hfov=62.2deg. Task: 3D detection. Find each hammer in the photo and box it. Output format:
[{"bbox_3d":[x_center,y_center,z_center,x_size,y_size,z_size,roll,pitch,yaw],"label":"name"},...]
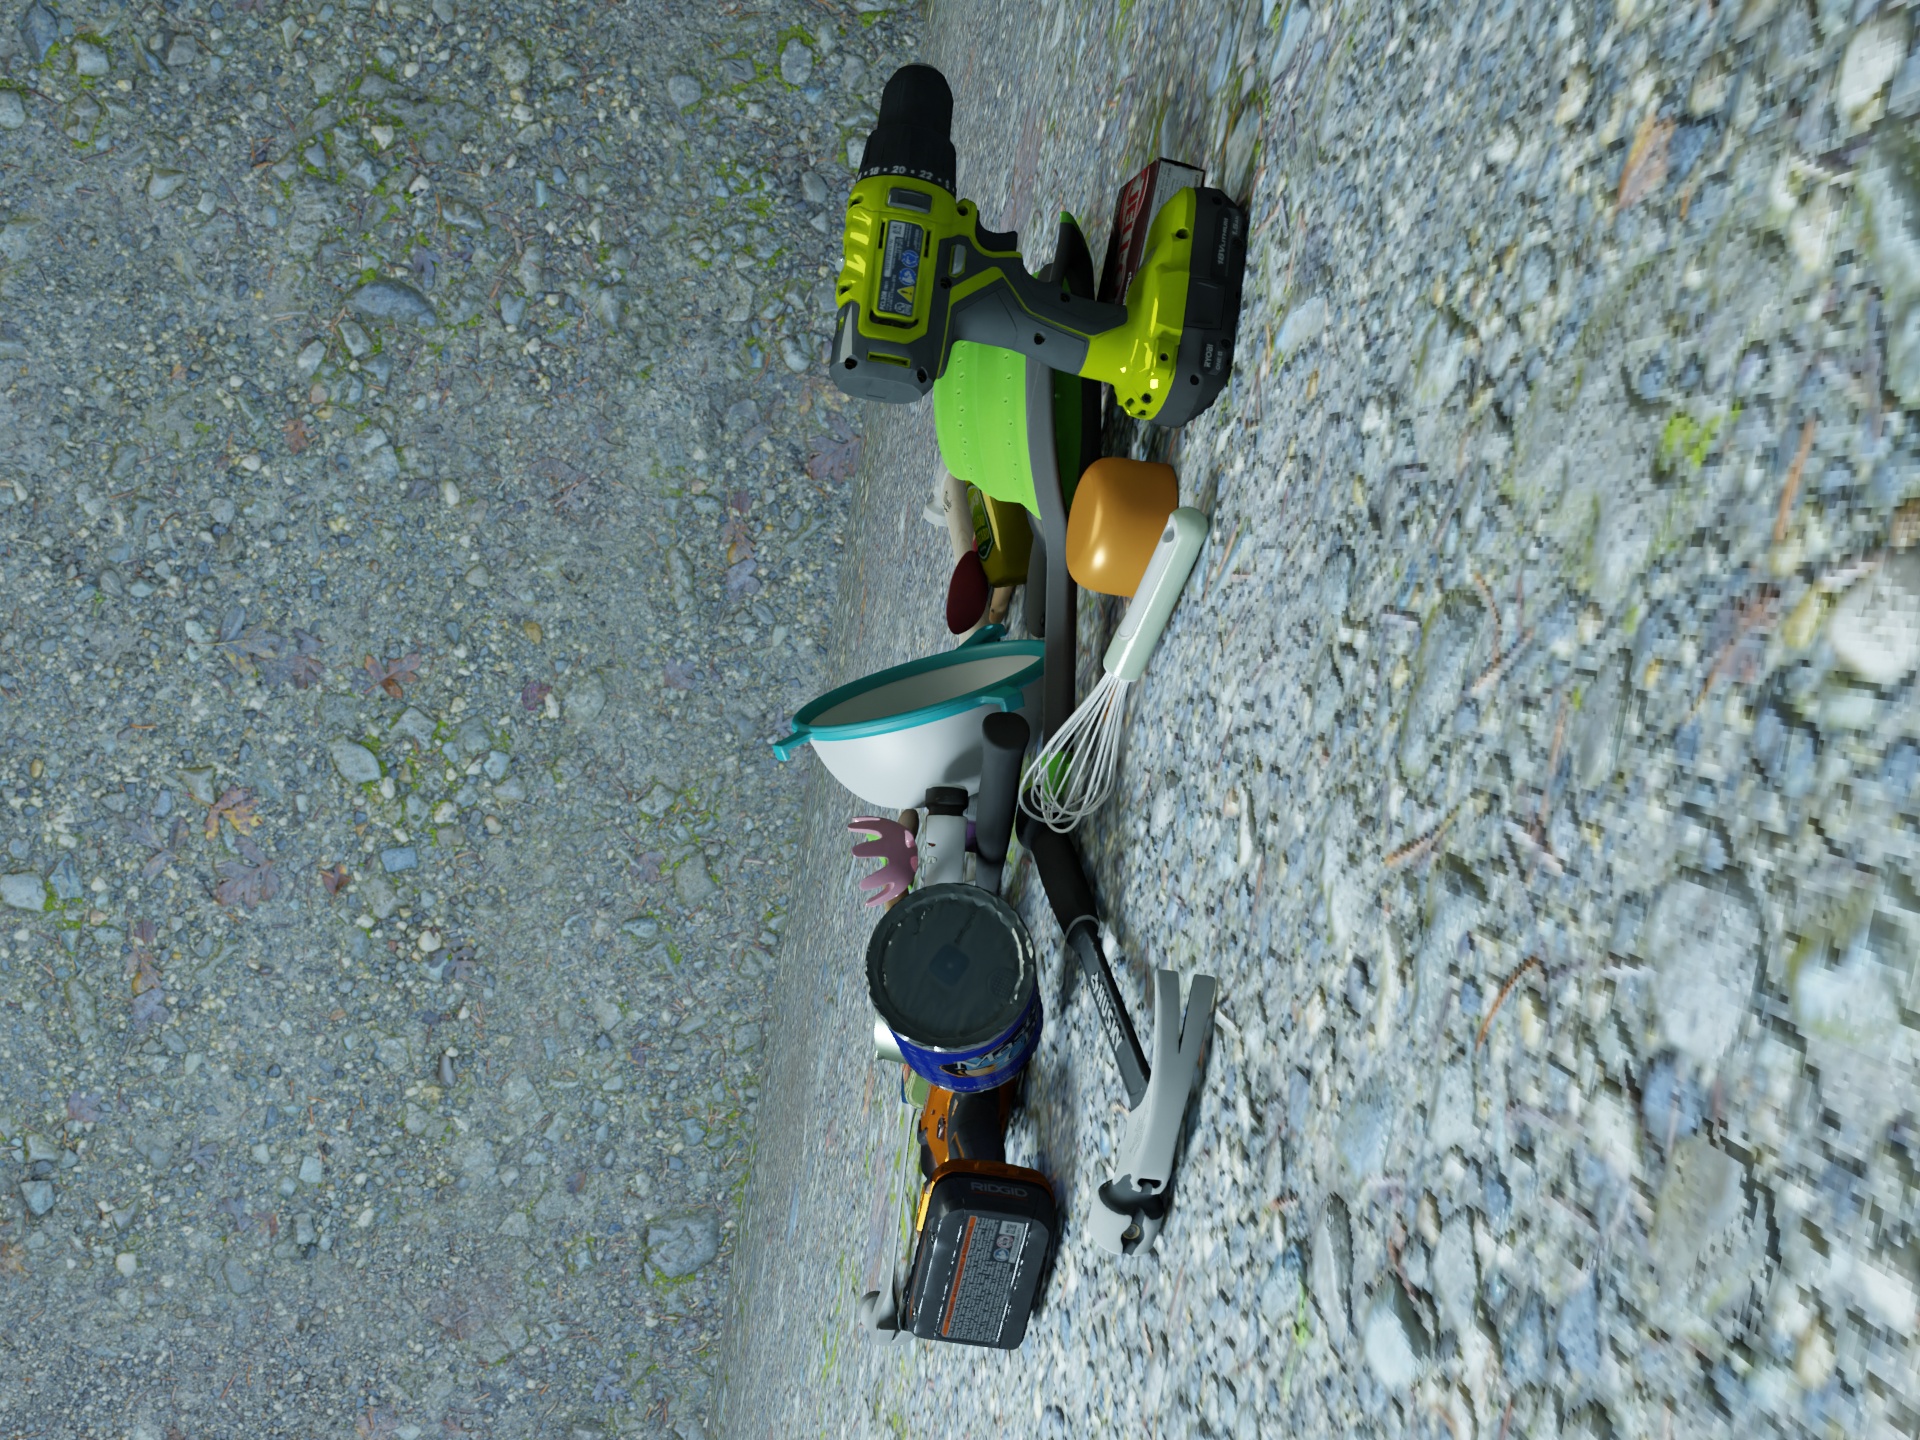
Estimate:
[{"bbox_3d":[0.021,0.108,1.149,0.334,0.035,0.146,95,176,-54],"label":"hammer"},{"bbox_3d":[0.077,0.132,0.967,0.409,0.036,0.149,-107,28,-68],"label":"hammer"},{"bbox_3d":[-0.019,0.150,1.265,0.336,0.034,0.127,100,173,-74],"label":"hammer"},{"bbox_3d":[-0.045,0.361,1.450,0.144,0.035,0.405,148,130,-77],"label":"hammer"},{"bbox_3d":[0.007,-0.186,1.619,0.411,0.038,0.146,-98,21,-57],"label":"hammer"}]

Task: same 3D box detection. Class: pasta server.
[{"bbox_3d":[-0.048,0.085,1.168,0.316,0.040,0.060,-96,-7,-88],"label":"pasta server"}]

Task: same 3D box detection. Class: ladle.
[{"bbox_3d":[0.020,-0.172,1.446,0.316,0.031,0.069,-79,-11,-57],"label":"ladle"}]

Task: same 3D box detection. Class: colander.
[{"bbox_3d":[0.035,-0.142,1.097,0.204,0.094,0.397,15,-104,-76],"label":"colander"}]

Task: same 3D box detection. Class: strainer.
[{"bbox_3d":[-0.002,-0.004,1.288,0.340,0.211,0.095,-46,-58,-69],"label":"strainer"}]

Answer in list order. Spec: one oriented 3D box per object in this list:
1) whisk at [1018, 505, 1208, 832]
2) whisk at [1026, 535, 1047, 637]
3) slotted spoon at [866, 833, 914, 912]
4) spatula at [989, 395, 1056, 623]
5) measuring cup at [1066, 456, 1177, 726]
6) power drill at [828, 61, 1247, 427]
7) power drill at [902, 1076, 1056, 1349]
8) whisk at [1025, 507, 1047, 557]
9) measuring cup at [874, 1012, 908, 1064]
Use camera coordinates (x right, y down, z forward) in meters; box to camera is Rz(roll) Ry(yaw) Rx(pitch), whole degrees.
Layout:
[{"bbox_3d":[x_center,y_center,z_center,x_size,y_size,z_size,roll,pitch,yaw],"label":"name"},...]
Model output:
[{"bbox_3d":[0.095,-0.026,0.969,0.058,0.059,0.246,-105,29,-49],"label":"whisk"},{"bbox_3d":[0.071,-0.182,1.228,0.055,0.055,0.239,-138,52,-78],"label":"whisk"},{"bbox_3d":[-0.048,0.123,1.197,0.070,0.031,0.314,60,180,-8],"label":"slotted spoon"},{"bbox_3d":[0.054,-0.210,1.352,0.082,0.044,0.317,54,143,39],"label":"spatula"},{"bbox_3d":[0.091,-0.082,1.012,0.095,0.052,0.173,-132,53,-77],"label":"measuring cup"},{"bbox_3d":[0.044,-0.270,0.927,0.080,0.228,0.190,164,115,-79],"label":"power drill"},{"bbox_3d":[0.006,0.318,1.088,0.227,0.084,0.164,-95,16,-68],"label":"power drill"},{"bbox_3d":[0.021,-0.231,1.204,0.285,0.070,0.070,63,161,11],"label":"whisk"},{"bbox_3d":[-0.019,0.243,1.207,0.167,0.038,0.083,67,-141,-50],"label":"measuring cup"}]
